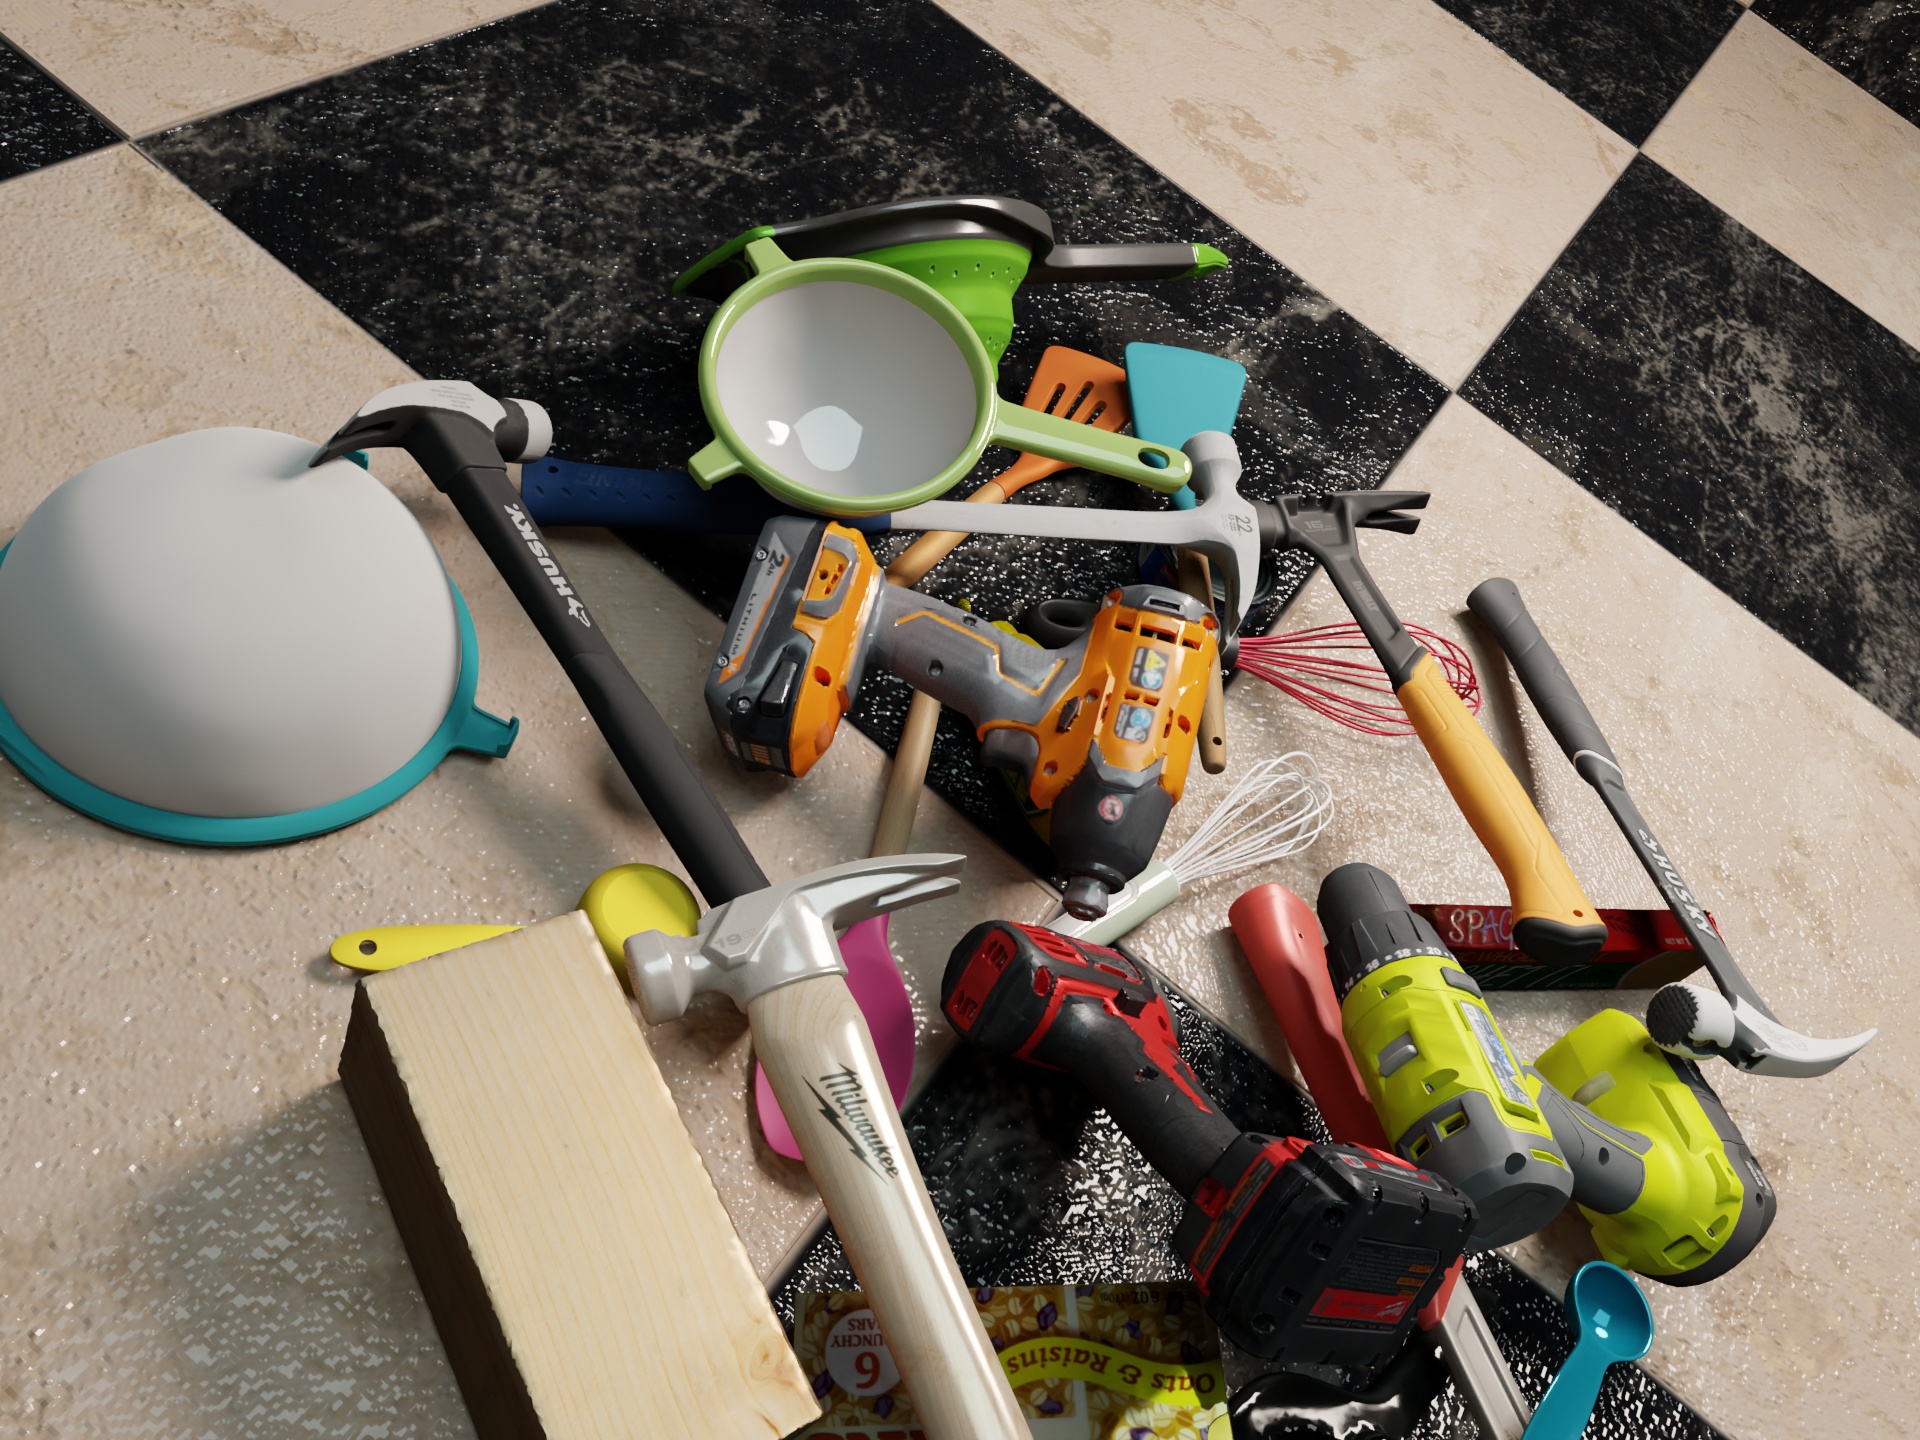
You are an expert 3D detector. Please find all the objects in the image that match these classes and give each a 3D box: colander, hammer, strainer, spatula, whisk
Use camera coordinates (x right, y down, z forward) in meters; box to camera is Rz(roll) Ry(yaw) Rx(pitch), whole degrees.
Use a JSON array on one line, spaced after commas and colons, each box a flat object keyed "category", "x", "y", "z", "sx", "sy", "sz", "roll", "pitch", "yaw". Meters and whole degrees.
[{"category": "colander", "x": 0.025, "y": -0.244, "z": 0.979, "sx": 0.397, "sy": 0.204, "sz": 0.094, "roll": -13, "pitch": 93, "yaw": -36}, {"category": "hammer", "x": -0.162, "y": -0.014, "z": 0.715, "sx": 0.335, "sy": 0.035, "sz": 0.146, "roll": 56, "pitch": 22, "yaw": 8}, {"category": "strainer", "x": -0.010, "y": -0.147, "z": 0.827, "sx": 0.256, "sy": 0.069, "sz": 0.152, "roll": 13, "pitch": 65, "yaw": -9}, {"category": "spatula", "x": 0.138, "y": -0.102, "z": 0.934, "sx": 0.082, "sy": 0.044, "sz": 0.318, "roll": 9, "pitch": 50, "yaw": -10}, {"category": "hammer", "x": 0.006, "y": 0.234, "z": 0.571, "sx": 0.146, "sy": 0.038, "sz": 0.411, "roll": -16, "pitch": 60, "yaw": -17}, {"category": "strainer", "x": -0.360, "y": -0.041, "z": 0.651, "sx": 0.340, "sy": 0.095, "sz": 0.211, "roll": -18, "pitch": 65, "yaw": -37}, {"category": "hammer", "x": 0.267, "y": -0.010, "z": 0.883, "sx": 0.127, "sy": 0.034, "sz": 0.337, "roll": -6, "pitch": 49, "yaw": -15}, {"category": "whisk", "x": 0.180, "y": -0.038, "z": 0.950, "sx": 0.295, "sy": 0.073, "sz": 0.073, "roll": 8, "pitch": 51, "yaw": -13}, {"category": "whisk", "x": 0.111, "y": 0.080, "z": 0.828, "sx": 0.246, "sy": 0.059, "sz": 0.058, "roll": -26, "pitch": 31, "yaw": -34}, {"category": "hammer", "x": 0.197, "y": 0.228, "z": 0.727, "sx": 0.149, "sy": 0.036, "sz": 0.359, "roll": 4, "pitch": 46, "yaw": -28}, {"category": "hammer", "x": -0.028, "y": -0.108, "z": 0.862, "sx": 0.405, "sy": 0.035, "sz": 0.144, "roll": 2, "pitch": 55, "yaw": -13}, {"category": "hammer", "x": 0.394, "y": 0.043, "z": 0.951, "sx": 0.149, "sy": 0.036, "sz": 0.409, "roll": 17, "pitch": 36, "yaw": -22}, {"category": "spatula", "x": 0.009, "y": -0.132, "z": 0.945, "sx": 0.081, "sy": 0.041, "sz": 0.323, "roll": 28, "pitch": 46, "yaw": 17}]

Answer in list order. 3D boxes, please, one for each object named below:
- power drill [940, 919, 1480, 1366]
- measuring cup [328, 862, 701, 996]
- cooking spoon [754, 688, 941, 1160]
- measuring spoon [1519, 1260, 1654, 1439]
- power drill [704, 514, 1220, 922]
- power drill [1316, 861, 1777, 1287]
[{"category": "power drill", "x": 0.099, "y": 0.167, "z": 0.677, "sx": 0.143, "sy": 0.078, "sz": 0.220, "roll": 25, "pitch": 9, "yaw": -44}, {"category": "measuring cup", "x": -0.185, "y": 0.089, "z": 0.679, "sx": 0.156, "sy": 0.029, "sz": 0.062, "roll": 1, "pitch": 55, "yaw": -29}, {"category": "cooking spoon", "x": -0.037, "y": 0.071, "z": 0.777, "sx": 0.069, "sy": 0.017, "sz": 0.319, "roll": 10, "pitch": 48, "yaw": 3}, {"category": "measuring spoon", "x": 0.253, "y": 0.281, "z": 0.670, "sx": 0.042, "sy": 0.021, "sz": 0.128, "roll": 45, "pitch": 51, "yaw": 8}, {"category": "power drill", "x": -0.001, "y": -0.002, "z": 0.763, "sx": 0.226, "sy": 0.084, "sz": 0.164, "roll": 14, "pitch": 68, "yaw": 6}, {"category": "power drill", "x": 0.271, "y": 0.171, "z": 0.765, "sx": 0.228, "sy": 0.080, "sz": 0.191, "roll": 25, "pitch": 32, "yaw": -31}]
